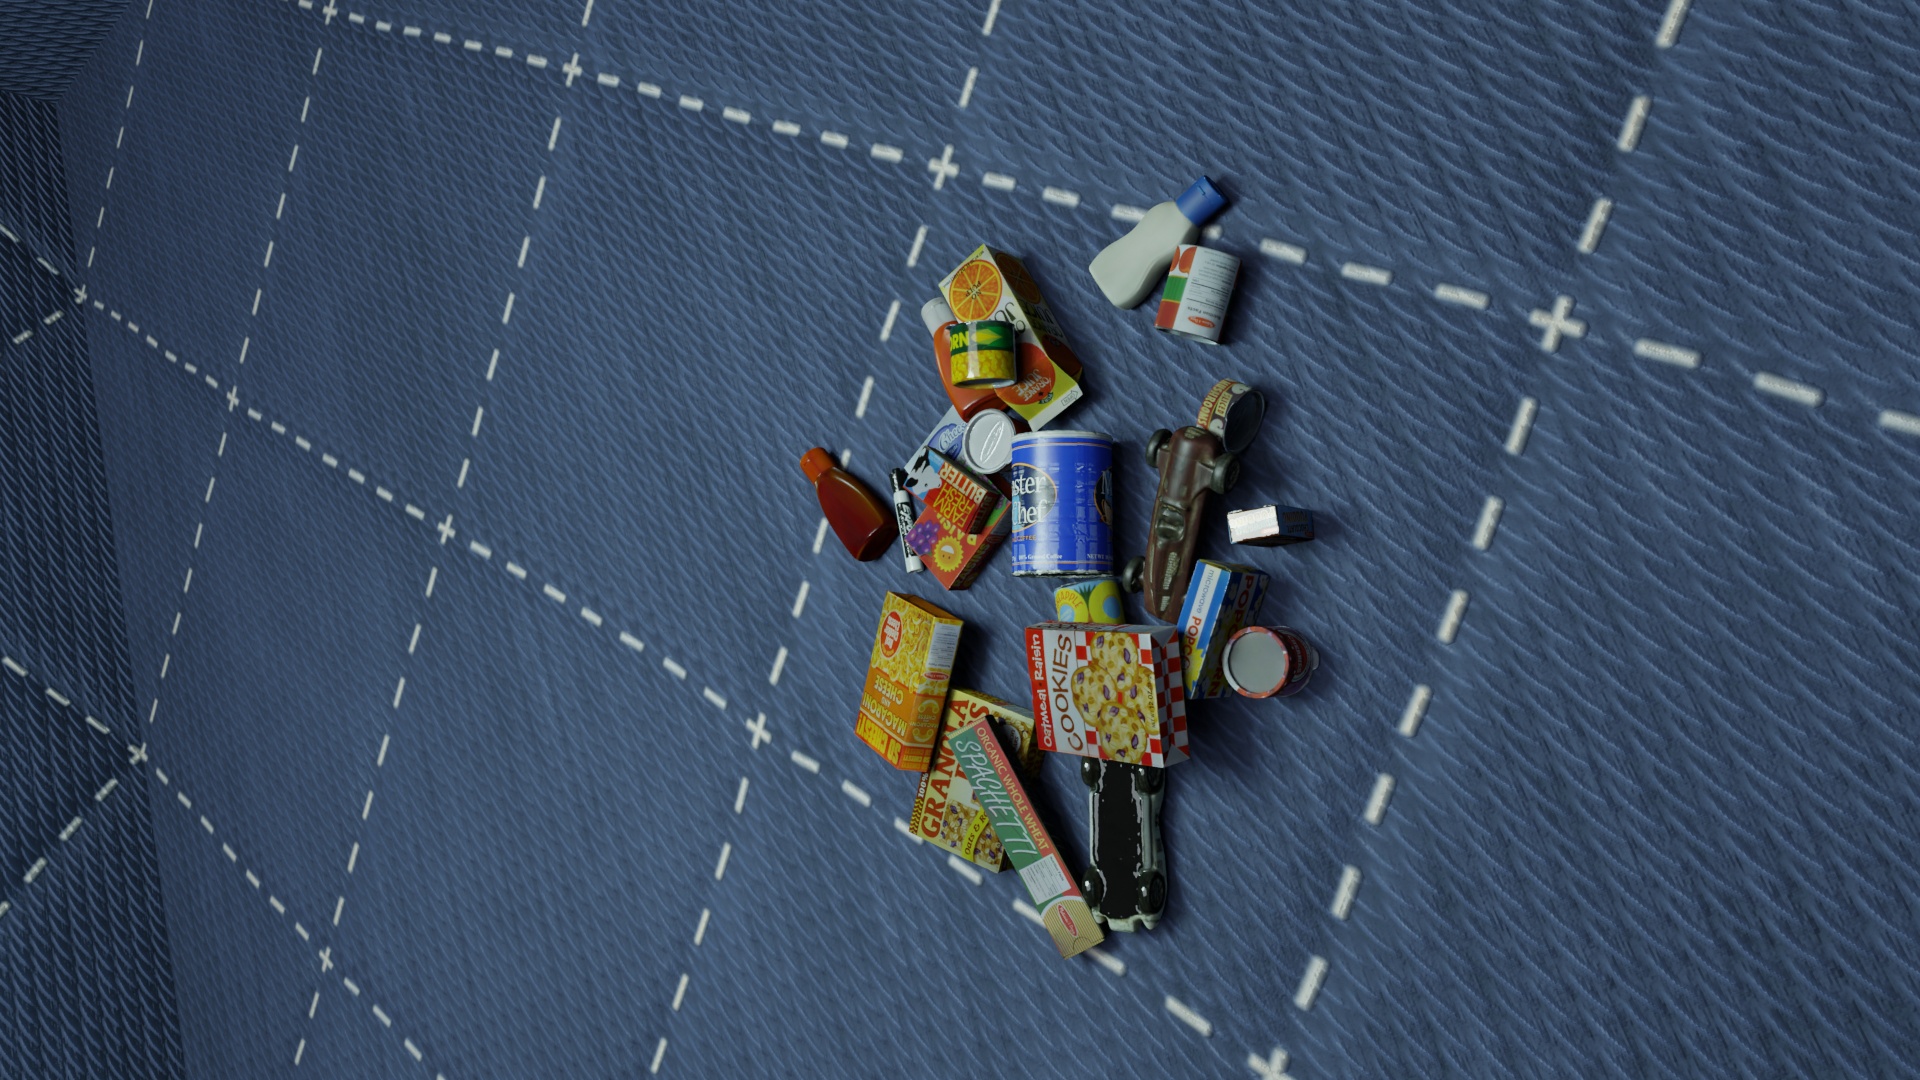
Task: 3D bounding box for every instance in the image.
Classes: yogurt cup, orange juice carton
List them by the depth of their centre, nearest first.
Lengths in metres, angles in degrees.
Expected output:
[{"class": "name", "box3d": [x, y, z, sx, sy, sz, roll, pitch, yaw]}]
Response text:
[{"class": "orange juice carton", "box3d": [0.060, -0.209, 1.453, 0.071, 0.073, 0.193, -38, 66, 27]}, {"class": "yogurt cup", "box3d": [0.043, -0.102, 1.467, 0.072, 0.054, 0.072, -3, 84, 36]}]

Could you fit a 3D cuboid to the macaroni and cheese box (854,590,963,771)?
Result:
[{"class": "macaroni and cheese box", "box3d": [-0.057, 0.150, 1.500, 0.124, 0.040, 0.166, 23, 101, 61]}]

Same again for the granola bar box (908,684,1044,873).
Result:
[{"class": "granola bar box", "box3d": [0.020, 0.248, 1.463, 0.124, 0.039, 0.165, 16, 96, 35]}]

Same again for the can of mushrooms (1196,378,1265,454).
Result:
[{"class": "can of mushrooms", "box3d": [0.254, -0.118, 1.307, 0.033, 0.071, 0.071, 30, 104, 35]}]

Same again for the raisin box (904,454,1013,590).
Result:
[{"class": "raisin box", "box3d": [0.005, -0.019, 1.497, 0.086, 0.040, 0.123, 47, 113, 28]}]

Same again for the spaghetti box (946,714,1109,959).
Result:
[{"class": "spaghetti box", "box3d": [0.067, 0.294, 1.393, 0.050, 0.029, 0.250, -31, 81, 16]}]

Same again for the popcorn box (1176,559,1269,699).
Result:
[{"class": "popcorn box", "box3d": [0.236, 0.083, 1.293, 0.038, 0.085, 0.126, 21, 98, 35]}]

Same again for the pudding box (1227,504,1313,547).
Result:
[{"class": "pudding box", "box3d": [0.283, -0.013, 1.268, 0.049, 0.084, 0.030, -11, 80, 35]}]

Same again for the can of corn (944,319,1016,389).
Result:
[{"class": "can of corn", "box3d": [0.020, -0.185, 1.391, 0.071, 0.071, 0.058, -5, 85, 36]}]

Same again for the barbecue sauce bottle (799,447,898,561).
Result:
[{"class": "barbecue sauce bottle", "box3d": [-0.133, -0.047, 1.597, 0.064, 0.044, 0.149, -51, 59, 22]}]

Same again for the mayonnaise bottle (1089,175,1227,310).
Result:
[{"class": "mayonnaise bottle", "box3d": [0.199, -0.299, 1.382, 0.147, 0.041, 0.065, -41, 66, 25]}]

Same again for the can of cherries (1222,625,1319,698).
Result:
[{"class": "can of cherries", "box3d": [0.284, 0.110, 1.272, 0.071, 0.058, 0.071, -3, 84, 36]}]

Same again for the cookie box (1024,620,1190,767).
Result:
[{"class": "cookie box", "box3d": [0.134, 0.140, 1.301, 0.167, 0.040, 0.122, -1, 97, 51]}]

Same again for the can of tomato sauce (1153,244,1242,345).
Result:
[{"class": "can of tomato sauce", "box3d": [0.228, -0.237, 1.340, 0.071, 0.071, 0.083, 19, 97, 35]}]

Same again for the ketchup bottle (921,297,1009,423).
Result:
[{"class": "ketchup bottle", "box3d": [0.001, -0.200, 1.508, 0.065, 0.043, 0.149, -24, 63, -3]}]

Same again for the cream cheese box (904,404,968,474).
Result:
[{"class": "cream cheese box", "box3d": [-0.013, -0.099, 1.527, 0.103, 0.024, 0.053, -51, 59, 21]}]

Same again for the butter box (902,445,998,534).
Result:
[{"class": "butter box", "box3d": [-0.011, -0.053, 1.472, 0.104, 0.024, 0.053, 37, 106, 32]}]

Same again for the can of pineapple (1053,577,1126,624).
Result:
[{"class": "can of pineapple", "box3d": [0.128, 0.072, 1.382, 0.071, 0.071, 0.058, -17, 77, 34]}]
